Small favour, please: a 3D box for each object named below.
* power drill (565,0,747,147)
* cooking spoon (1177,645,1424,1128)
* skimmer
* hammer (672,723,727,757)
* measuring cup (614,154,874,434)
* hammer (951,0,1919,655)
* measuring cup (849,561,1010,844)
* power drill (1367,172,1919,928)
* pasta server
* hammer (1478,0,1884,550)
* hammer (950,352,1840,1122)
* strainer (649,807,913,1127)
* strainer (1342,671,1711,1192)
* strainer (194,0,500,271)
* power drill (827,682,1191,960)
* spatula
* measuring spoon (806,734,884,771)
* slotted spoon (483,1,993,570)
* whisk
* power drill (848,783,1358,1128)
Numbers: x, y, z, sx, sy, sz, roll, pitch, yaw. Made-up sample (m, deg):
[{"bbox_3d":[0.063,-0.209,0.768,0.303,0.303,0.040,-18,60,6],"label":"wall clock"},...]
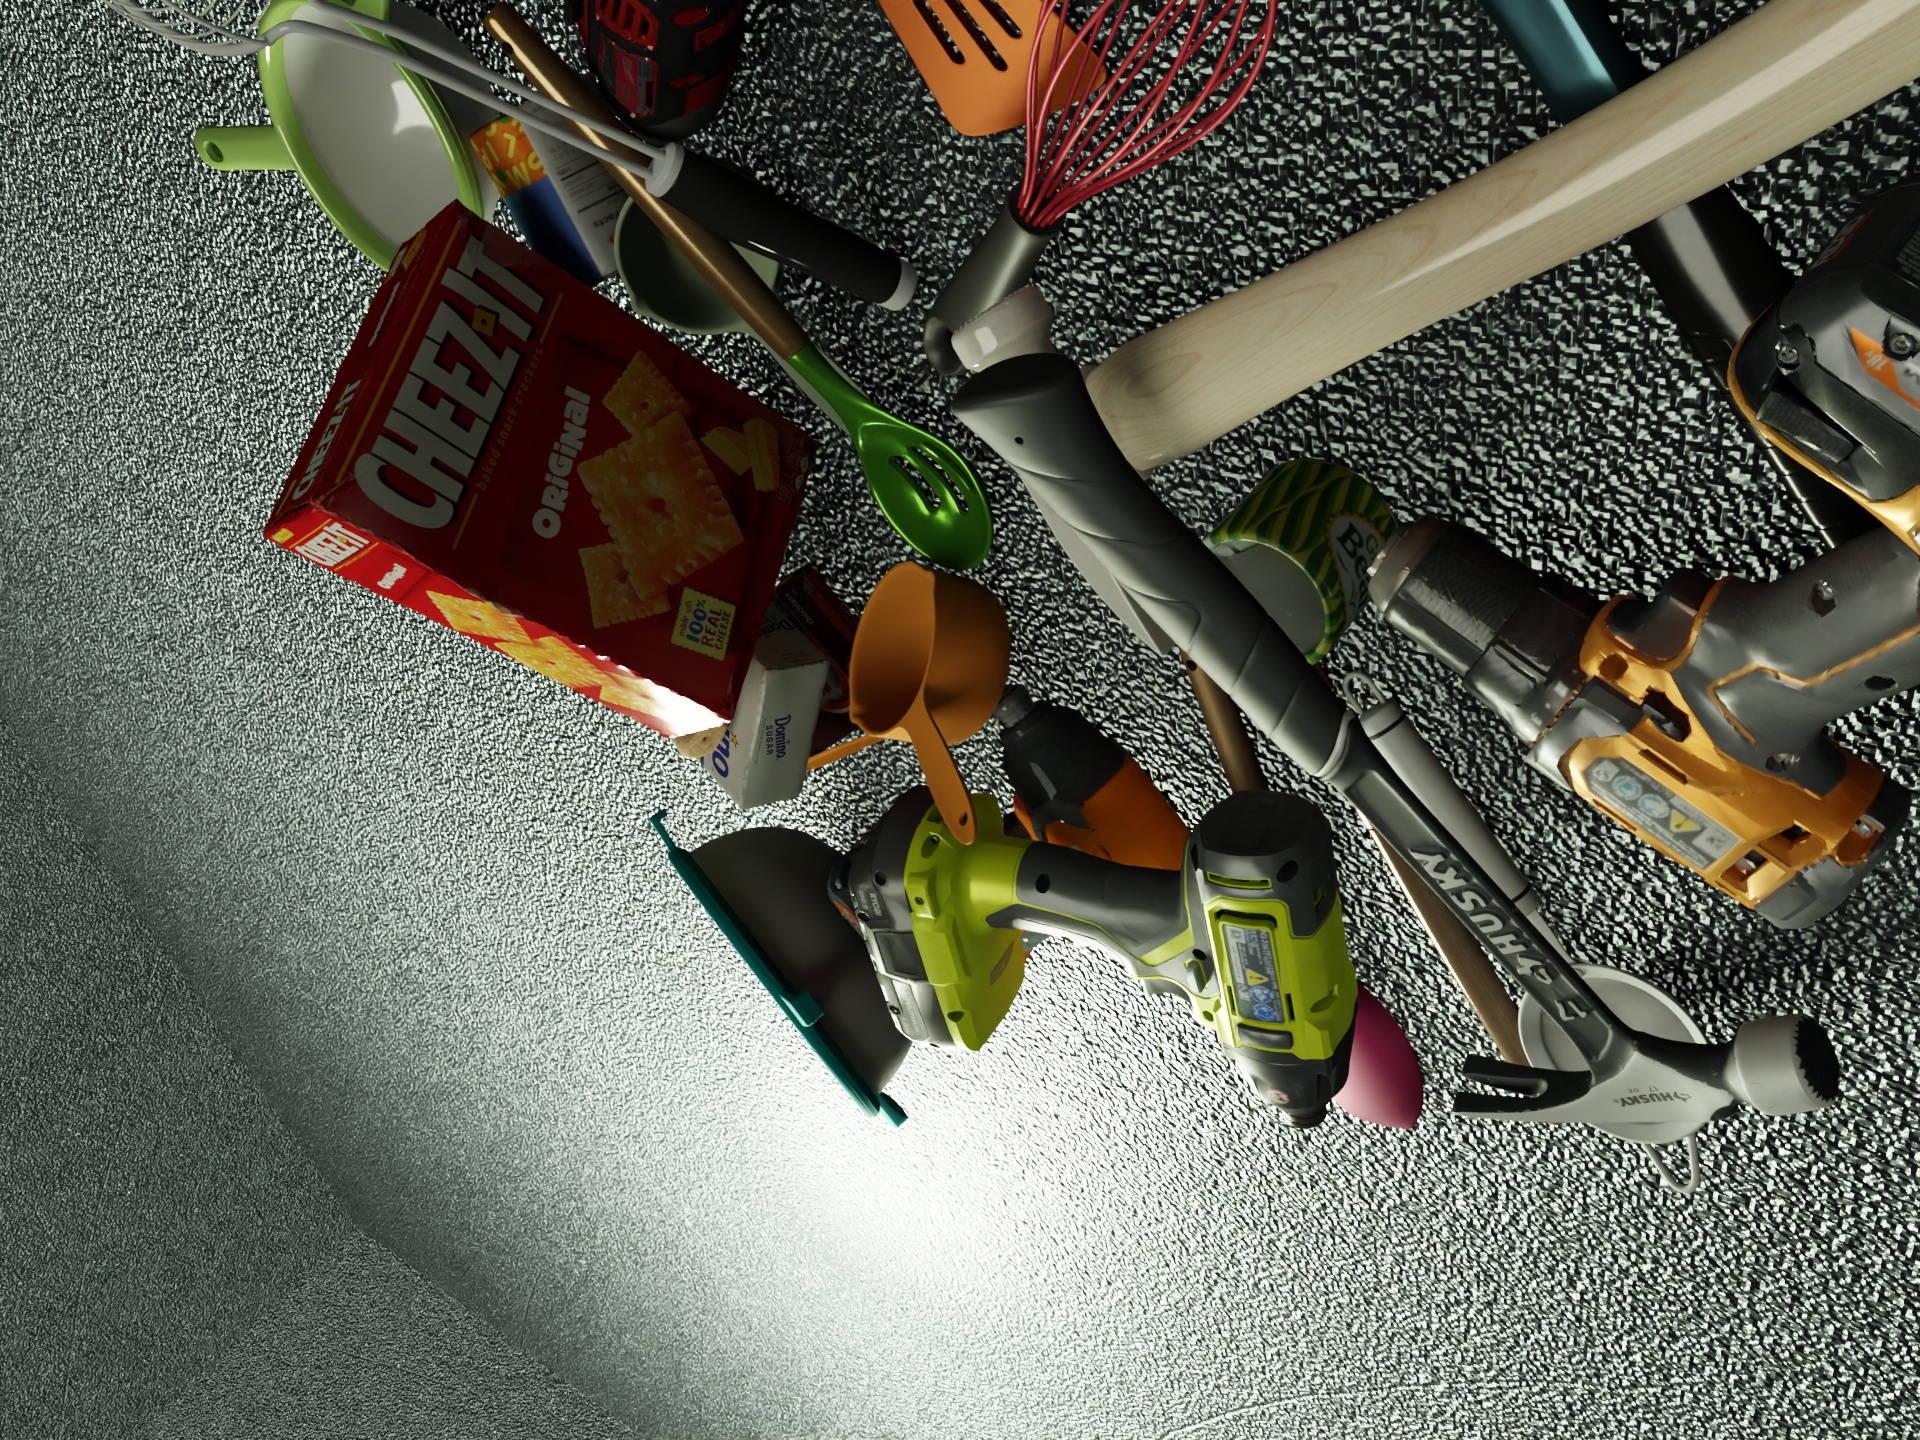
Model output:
[{"bbox_3d":[-0.182,-0.335,0.656,0.219,0.078,0.143,42,165,-3],"label":"power drill"},{"bbox_3d":[0.164,0.089,0.783,0.069,0.017,0.318,2,127,44],"label":"cooking spoon"},{"bbox_3d":[-0.166,-0.257,0.604,0.363,0.090,0.127,16,146,-37],"label":"skimmer"},{"bbox_3d":[-0.219,-0.115,0.878,0.332,0.031,0.130,54,146,23],"label":"hammer"},{"bbox_3d":[-0.089,-0.192,0.746,0.083,0.038,0.167,-36,121,19],"label":"measuring cup"},{"bbox_3d":[0.165,-0.138,0.465,0.410,0.038,0.146,-21,104,48],"label":"hammer"},{"bbox_3d":[-0.001,-0.002,0.760,0.095,0.052,0.174,-58,37,31],"label":"measuring cup"},{"bbox_3d":[0.231,-0.048,0.472,0.185,0.084,0.226,38,151,15],"label":"power drill"},{"bbox_3d":[0.195,0.069,0.715,0.316,0.040,0.060,55,-175,-17],"label":"pasta server"},{"bbox_3d":[0.211,-0.156,0.477,0.331,0.033,0.128,52,146,-9],"label":"hammer"},{"bbox_3d":[0.146,0.022,0.586,0.408,0.036,0.149,44,140,-17],"label":"hammer"},{"bbox_3d":[-0.068,0.176,1.057,0.211,0.095,0.340,44,168,38],"label":"strainer"},{"bbox_3d":[0.243,0.083,0.678,0.258,0.050,0.087,54,141,-1],"label":"strainer"},{"bbox_3d":[-0.316,-0.312,0.835,0.256,0.069,0.151,15,137,38],"label":"strainer"},{"bbox_3d":[0.024,0.073,0.862,0.164,0.084,0.226,52,140,-8],"label":"power drill"},{"bbox_3d":[-0.043,-0.360,0.546,0.081,0.041,0.322,-1,120,47],"label":"spatula"},{"bbox_3d":[-0.053,0.016,0.901,0.117,0.021,0.011,-21,77,32],"label":"measuring spoon"},{"bbox_3d":[-0.089,-0.185,0.706,0.070,0.031,0.313,-12,130,49],"label":"slotted spoon"},{"bbox_3d":[0.034,-0.194,0.574,0.073,0.073,0.296,47,159,-2],"label":"whisk"},{"bbox_3d":[0.071,0.109,0.745,0.223,0.080,0.171,4,125,31],"label":"power drill"}]
